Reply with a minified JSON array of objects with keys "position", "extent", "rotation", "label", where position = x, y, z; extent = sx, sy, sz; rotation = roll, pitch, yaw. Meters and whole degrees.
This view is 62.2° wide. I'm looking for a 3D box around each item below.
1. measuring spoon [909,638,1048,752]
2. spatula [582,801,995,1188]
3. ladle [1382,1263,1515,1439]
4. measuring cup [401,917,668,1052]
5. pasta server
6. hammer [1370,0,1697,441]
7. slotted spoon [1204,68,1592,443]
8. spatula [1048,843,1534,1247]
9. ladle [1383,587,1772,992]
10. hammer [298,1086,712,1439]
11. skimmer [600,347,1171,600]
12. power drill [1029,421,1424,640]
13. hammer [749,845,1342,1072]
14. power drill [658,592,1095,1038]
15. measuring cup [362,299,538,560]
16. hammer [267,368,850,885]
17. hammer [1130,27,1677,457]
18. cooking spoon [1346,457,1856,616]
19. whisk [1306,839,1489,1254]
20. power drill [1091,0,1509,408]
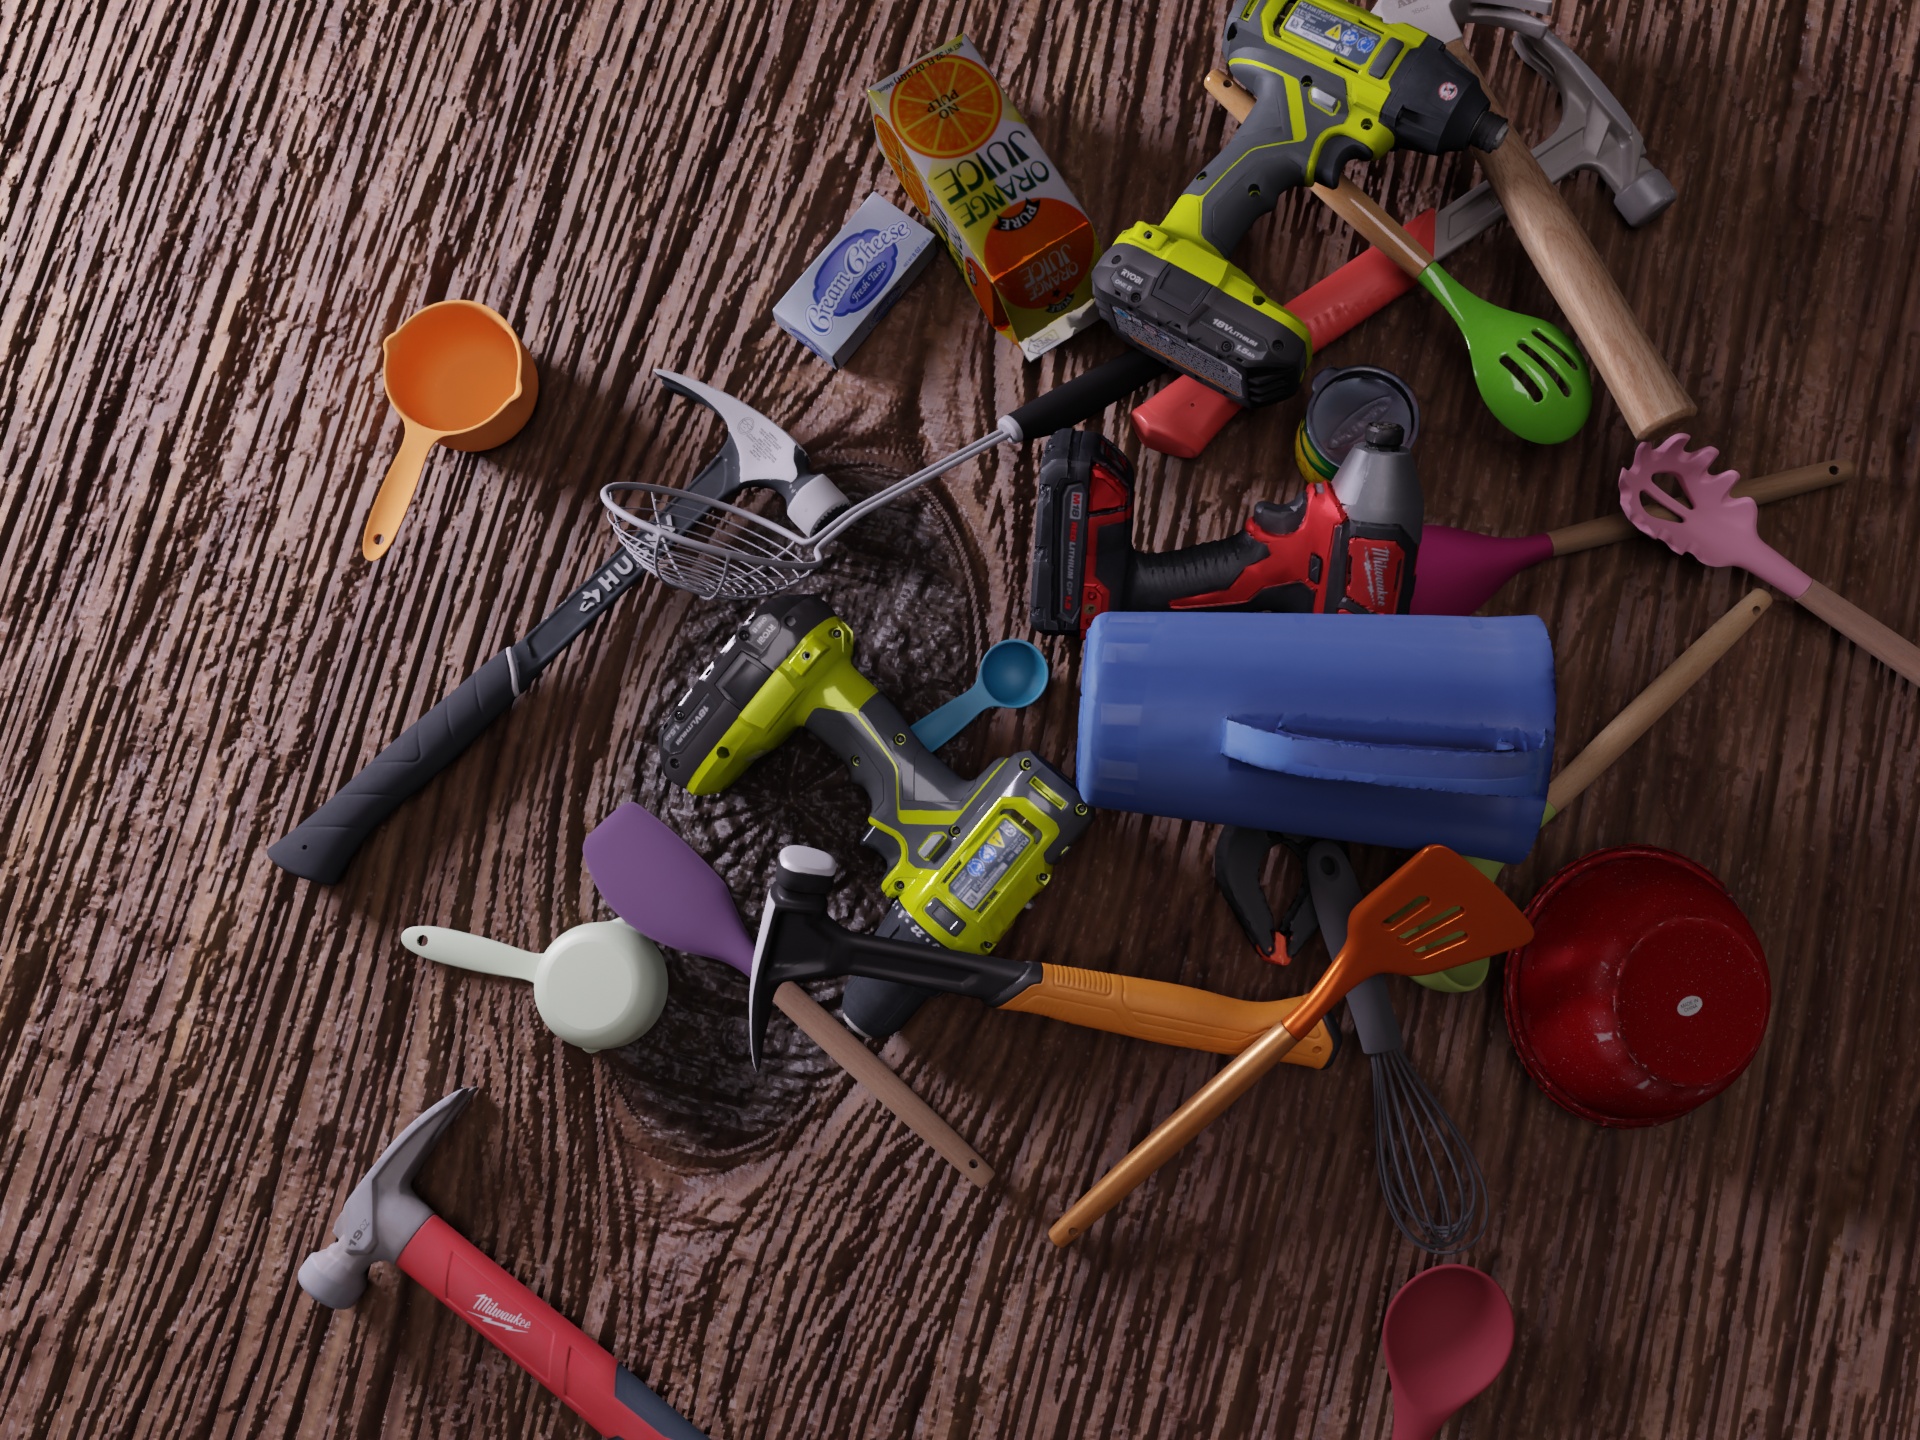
[{"position":[-0.002,-0.003,0.971],"extent":[0.128,0.021,0.042],"rotation":[-35,83,7],"label":"measuring spoon"},{"position":[-0.103,0.166,0.945],"extent":[0.316,0.018,0.060],"rotation":[40,69,9],"label":"spatula"},{"position":[0.232,0.451,0.875],"extent":[0.069,0.031,0.315],"rotation":[19,84,9],"label":"ladle"},{"position":[-0.259,0.147,0.948],"extent":[0.167,0.038,0.083],"rotation":[13,82,3],"label":"measuring cup"},{"position":[0.515,-0.061,0.922],"extent":[0.316,0.040,0.060],"rotation":[36,95,3],"label":"pasta server"},{"position":[0.338,-0.308,0.938],"extent":[0.130,0.031,0.331],"rotation":[-24,71,3],"label":"hammer"},{"position":[0.259,-0.286,0.955],"extent":[0.070,0.031,0.314],"rotation":[-41,79,-11],"label":"slotted spoon"},{"position":[0.165,0.190,0.874],"extent":[0.081,0.041,0.322],"rotation":[42,103,-13],"label":"spatula"},{"position":[0.365,0.033,0.920],"extent":[0.320,0.062,0.078],"rotation":[-42,106,-6],"label":"ladle"},{"position":[-0.188,0.376,0.909],"extent":[0.386,0.038,0.143],"rotation":[35,83,8],"label":"hammer"},{"position":[-0.029,-0.169,0.930],"extent":[0.363,0.127,0.090],"rotation":[-29,125,-15],"label":"skimmer"},{"position":[0.154,-0.107,0.919],"extent":[0.219,0.079,0.143],"rotation":[5,114,5],"label":"power drill"},{"position":[0.051,0.160,0.892],"extent":[0.336,0.034,0.127],"rotation":[11,109,-9],"label":"hammer"},{"position":[-0.061,0.054,0.932],"extent":[0.228,0.080,0.190],"rotation":[40,95,6],"label":"power drill"},{"position":[-0.327,-0.175,0.999],"extent":[0.095,0.052,0.173],"rotation":[21,85,7],"label":"measuring cup"},{"position":[-0.265,-0.048,0.983],"extent":[0.409,0.036,0.149],"rotation":[-43,80,-3],"label":"hammer"},{"position":[0.256,-0.284,0.986],"extent":[0.359,0.036,0.149],"rotation":[-34,80,-2],"label":"hammer"},{"position":[0.380,-0.113,0.959],"extent":[0.319,0.017,0.069],"rotation":[-14,82,2],"label":"cooking spoon"},{"position":[0.241,0.182,0.894],"extent":[0.055,0.055,0.239],"rotation":[-17,86,1],"label":"whisk"},{"position":[0.193,-0.304,0.921],"extent":[0.171,0.080,0.223],"rotation":[32,90,15],"label":"power drill"}]
